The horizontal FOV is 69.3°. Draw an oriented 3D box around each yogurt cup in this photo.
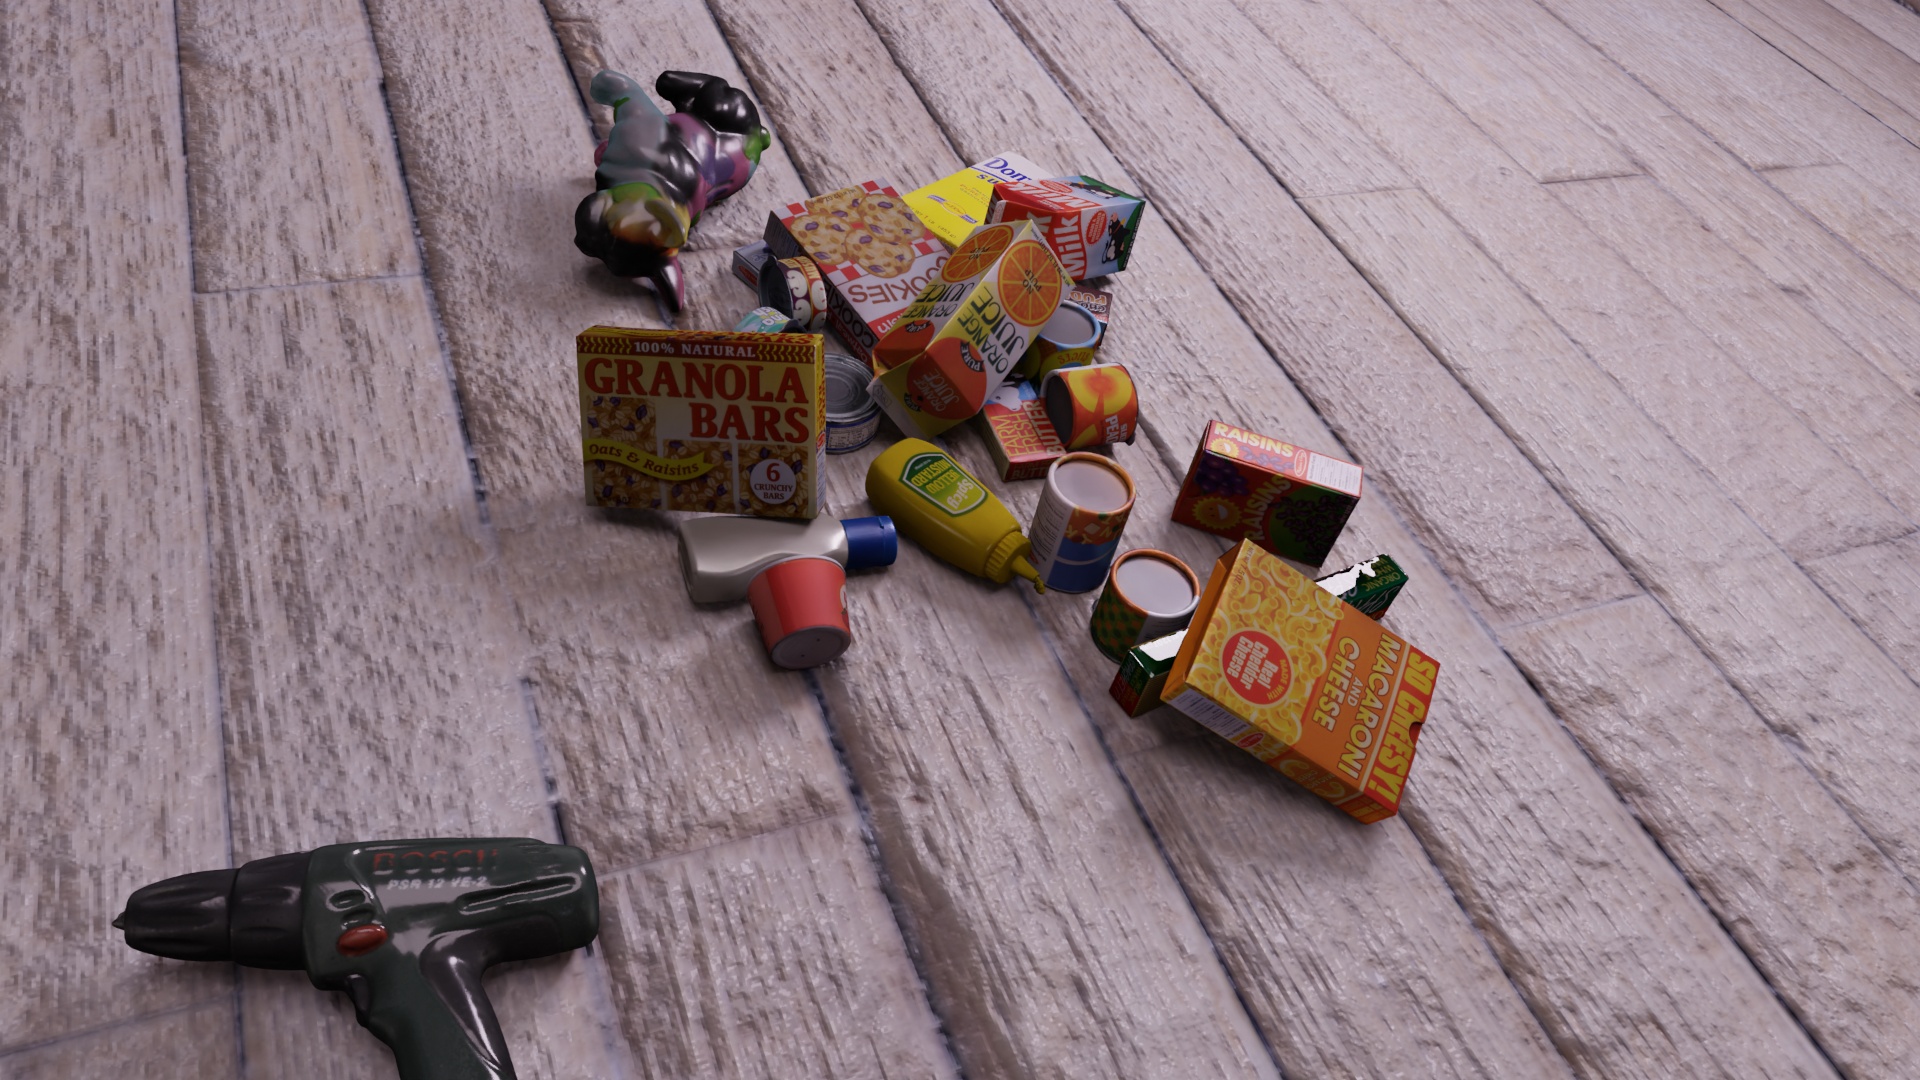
[{"bbox_3d":[-0.105,0.049,0.921,0.072,0.072,0.054,-6,57,-19],"label":"yogurt cup"}]

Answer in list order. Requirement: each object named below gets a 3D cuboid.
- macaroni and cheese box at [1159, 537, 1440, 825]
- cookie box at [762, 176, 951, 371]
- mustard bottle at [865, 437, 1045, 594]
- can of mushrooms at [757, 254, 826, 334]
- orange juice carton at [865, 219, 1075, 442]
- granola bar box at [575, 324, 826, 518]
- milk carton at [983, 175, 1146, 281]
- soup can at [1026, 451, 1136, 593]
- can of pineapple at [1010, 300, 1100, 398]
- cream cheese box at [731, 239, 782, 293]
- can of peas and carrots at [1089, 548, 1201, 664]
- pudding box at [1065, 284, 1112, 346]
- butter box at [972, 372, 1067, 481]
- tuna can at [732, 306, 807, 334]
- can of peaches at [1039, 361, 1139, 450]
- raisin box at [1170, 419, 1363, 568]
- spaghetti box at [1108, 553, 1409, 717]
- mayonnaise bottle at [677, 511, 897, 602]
[{"bbox_3d":[0.231,0.094,0.930,0.166,0.040,0.124,32,59,-5],"label":"macaroni and cheese box"},{"bbox_3d":[-0.070,-0.230,1.190,0.123,0.040,0.168,-26,69,-34],"label":"cookie box"},{"bbox_3d":[0.004,-0.013,1.016,0.160,0.048,0.065,37,51,21],"label":"mustard bottle"},{"bbox_3d":[-0.139,-0.202,1.147,0.033,0.070,0.071,-15,52,-28],"label":"can of mushrooms"},{"bbox_3d":[0.001,-0.164,1.106,0.073,0.071,0.193,8,55,51],"label":"orange juice carton"},{"bbox_3d":[-0.177,-0.083,0.963,0.166,0.123,0.039,3,19,6],"label":"granola bar box"},{"bbox_3d":[0.079,-0.274,1.233,0.073,0.072,0.191,31,33,27],"label":"milk carton"},{"bbox_3d":[0.089,-0.014,1.014,0.071,0.083,0.072,8,45,-8],"label":"soup can"},{"bbox_3d":[0.081,-0.161,1.171,0.071,0.057,0.071,7,46,-8],"label":"can of pineapple"},{"bbox_3d":[-0.145,-0.249,1.222,0.053,0.024,0.104,41,51,22],"label":"cream cheese box"},{"bbox_3d":[0.129,0.046,0.985,0.071,0.058,0.071,8,45,-8],"label":"can of peas and carrots"},{"bbox_3d":[0.090,-0.206,1.236,0.084,0.030,0.050,15,45,1],"label":"pudding box"},{"bbox_3d":[0.044,-0.092,1.120,0.053,0.024,0.104,-8,49,-20],"label":"butter box"},{"bbox_3d":[-0.153,-0.150,1.094,0.033,0.070,0.071,34,48,19],"label":"tuna can"},{"bbox_3d":[0.103,-0.106,1.120,0.058,0.070,0.071,-9,50,-22],"label":"can of peaches"},{"bbox_3d":[0.235,-0.035,1.070,0.123,0.085,0.040,18,50,3],"label":"raisin box"},{"bbox_3d":[0.219,0.065,0.996,0.251,0.049,0.029,-17,55,-28],"label":"spaghetti box"},{"bbox_3d":[-0.119,0.007,0.972,0.148,0.041,0.065,-6,43,-21],"label":"mayonnaise bottle"}]
